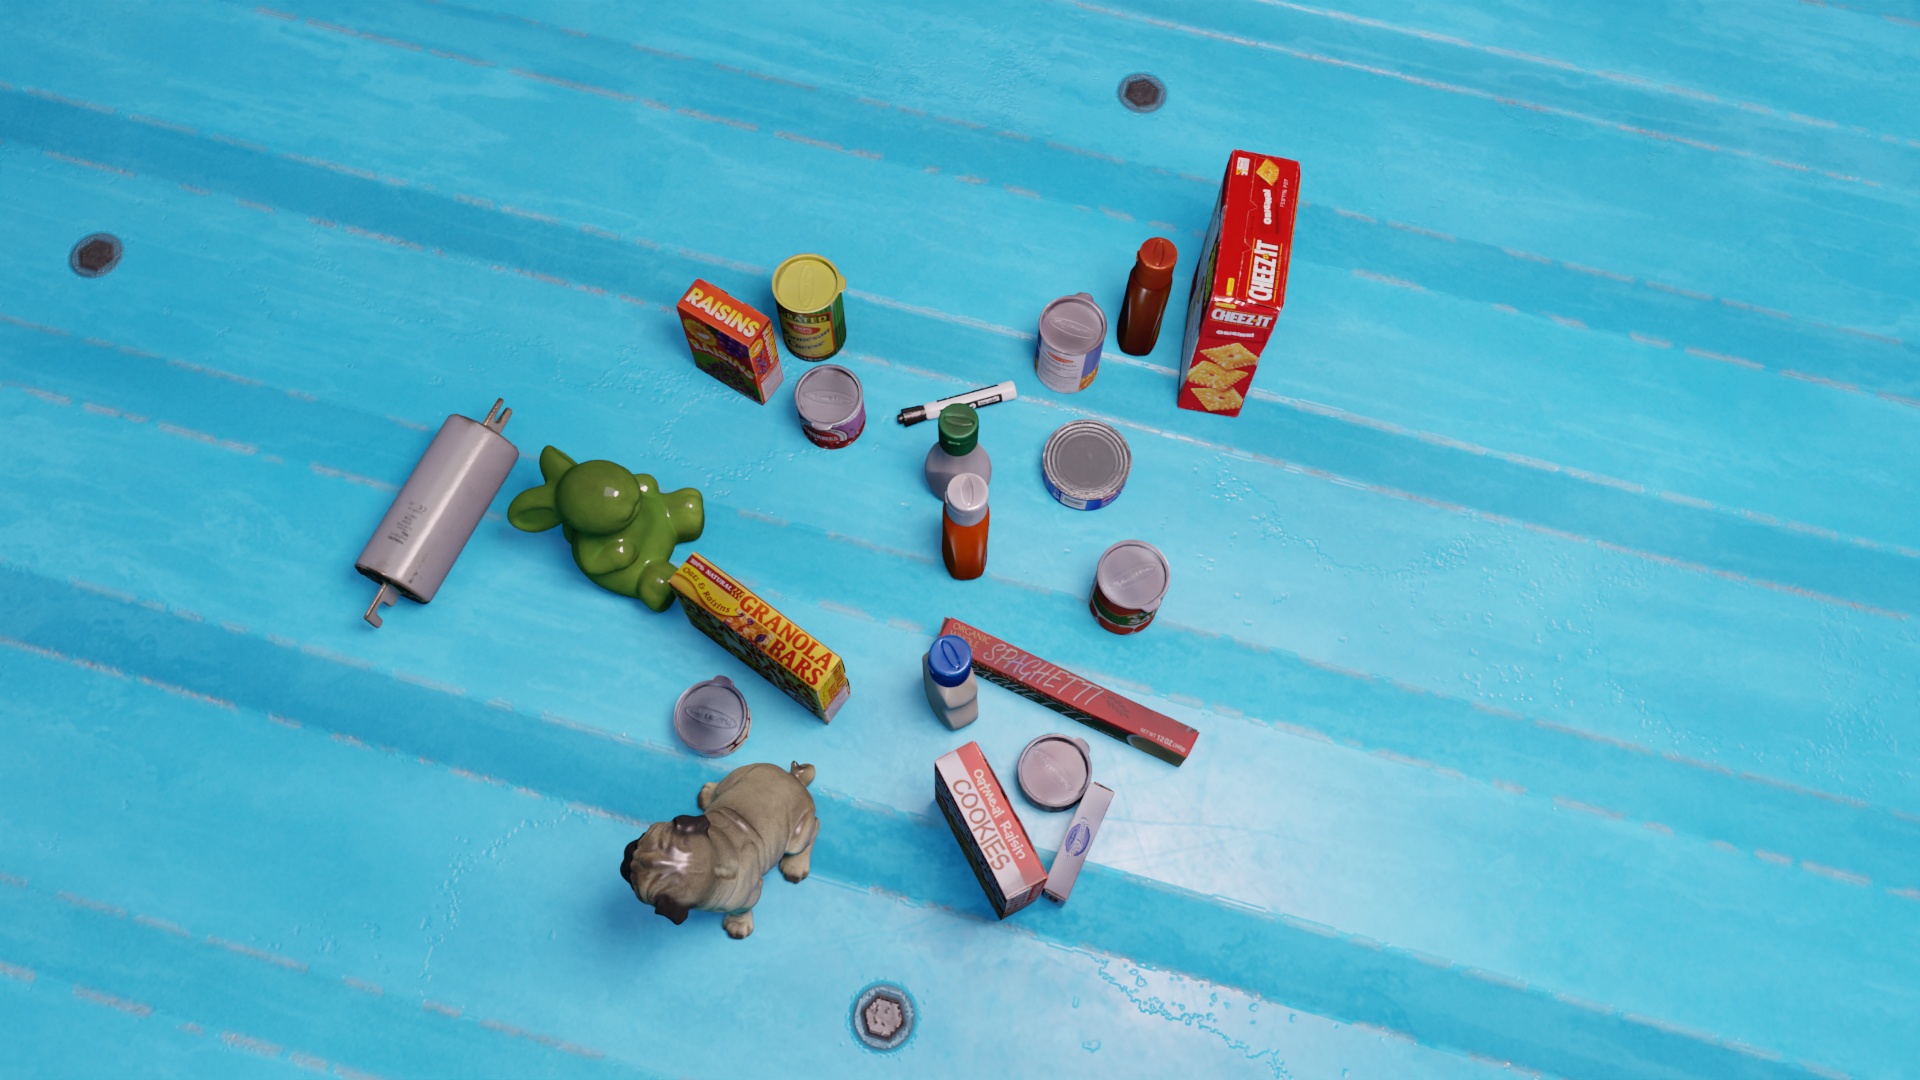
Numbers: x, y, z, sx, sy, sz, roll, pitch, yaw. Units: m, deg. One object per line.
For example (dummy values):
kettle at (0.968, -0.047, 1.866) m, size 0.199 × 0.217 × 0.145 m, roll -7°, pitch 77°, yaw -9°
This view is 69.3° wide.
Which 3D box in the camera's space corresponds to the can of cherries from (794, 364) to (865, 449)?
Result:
can of cherries at (-0.128, -0.128, 1.356) m, size 0.071 × 0.058 × 0.072 m, roll 0°, pitch 69°, yaw -1°

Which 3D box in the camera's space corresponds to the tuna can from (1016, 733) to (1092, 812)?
tuna can at (0.085, 0.206, 1.242) m, size 0.071 × 0.032 × 0.071 m, roll 0°, pitch 69°, yaw -1°

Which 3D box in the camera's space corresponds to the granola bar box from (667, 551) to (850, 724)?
granola bar box at (-0.175, 0.088, 1.236) m, size 0.166 × 0.123 × 0.039 m, roll 35°, pitch 73°, yaw 12°

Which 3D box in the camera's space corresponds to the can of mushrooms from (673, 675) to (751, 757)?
can of mushrooms at (-0.222, 0.160, 1.255) m, size 0.071 × 0.033 × 0.071 m, roll 0°, pitch 69°, yaw -1°

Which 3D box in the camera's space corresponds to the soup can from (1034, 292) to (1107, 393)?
soup can at (0.109, -0.195, 1.372) m, size 0.071 × 0.083 × 0.071 m, roll 0°, pitch 69°, yaw -1°

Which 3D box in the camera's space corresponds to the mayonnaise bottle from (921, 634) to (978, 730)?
mayonnaise bottle at (-0.009, 0.121, 1.212) m, size 0.041 × 0.147 × 0.065 m, roll -26°, pitch 71°, yaw -10°

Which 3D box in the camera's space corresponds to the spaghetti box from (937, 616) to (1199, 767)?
spaghetti box at (0.093, 0.137, 1.260) m, size 0.250 × 0.050 × 0.029 m, roll 24°, pitch 71°, yaw 8°

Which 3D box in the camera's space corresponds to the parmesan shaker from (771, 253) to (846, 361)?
parmesan shaker at (-0.145, -0.228, 1.371) m, size 0.071 × 0.102 × 0.071 m, roll 0°, pitch 69°, yaw -1°

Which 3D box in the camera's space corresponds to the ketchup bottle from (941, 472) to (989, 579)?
ketchup bottle at (0.005, -0.016, 1.266) m, size 0.043 × 0.148 × 0.065 m, roll -5°, pitch 69°, yaw -3°

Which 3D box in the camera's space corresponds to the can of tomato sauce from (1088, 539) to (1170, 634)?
can of tomato sauce at (0.156, 0.046, 1.279) m, size 0.071 × 0.082 × 0.071 m, roll 0°, pitch 69°, yaw -1°

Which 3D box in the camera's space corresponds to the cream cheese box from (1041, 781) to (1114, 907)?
cream cheese box at (0.101, 0.264, 1.208) m, size 0.024 × 0.053 × 0.104 m, roll 24°, pitch 70°, yaw 8°

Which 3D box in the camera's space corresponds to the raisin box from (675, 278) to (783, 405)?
raisin box at (-0.221, -0.191, 1.345) m, size 0.086 × 0.123 × 0.040 m, roll 31°, pitch 72°, yaw 11°

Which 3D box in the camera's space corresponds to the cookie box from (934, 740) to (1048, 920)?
cookie box at (0.023, 0.244, 1.154) m, size 0.040 × 0.167 × 0.123 m, roll -26°, pitch 72°, yaw -10°

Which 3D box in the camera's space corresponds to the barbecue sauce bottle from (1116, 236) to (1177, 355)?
barbecue sauce bottle at (0.182, -0.241, 1.357) m, size 0.044 × 0.148 × 0.065 m, roll 9°, pitch 69°, yaw 3°

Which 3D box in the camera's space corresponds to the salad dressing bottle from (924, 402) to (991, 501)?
salad dressing bottle at (-0.002, -0.080, 1.291) m, size 0.064 × 0.147 × 0.044 m, roll 12°, pitch 69°, yaw 4°
